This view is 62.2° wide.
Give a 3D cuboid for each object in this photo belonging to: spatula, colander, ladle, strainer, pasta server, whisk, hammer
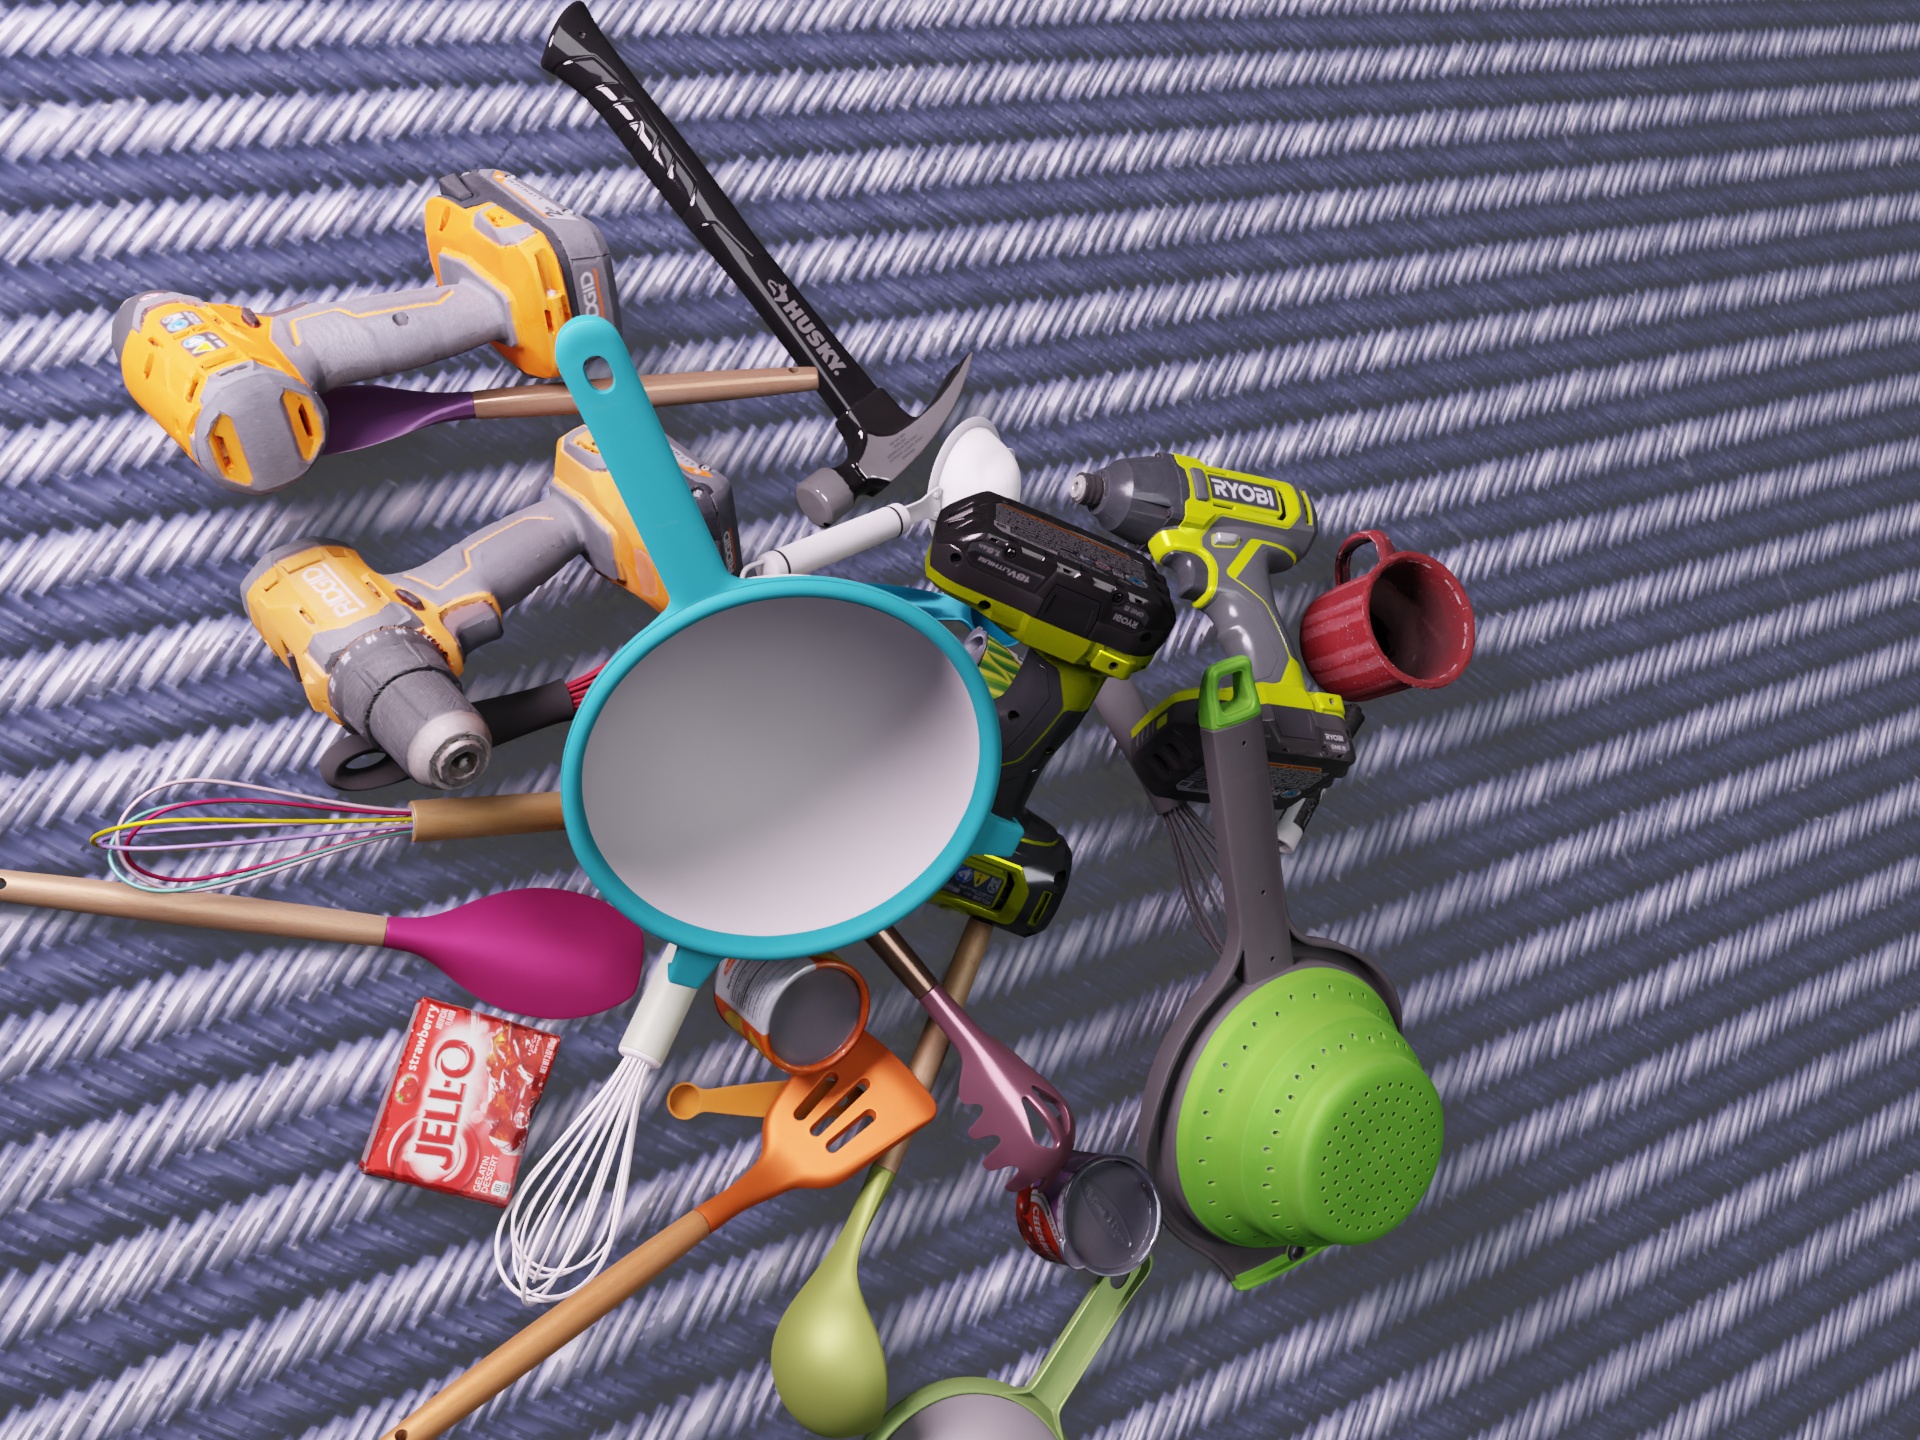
[{"bbox_3d":[-0.232,-0.168,0.846,0.316,0.018,0.060,-7,49,-12],"label":"spatula"},{"bbox_3d":[0.197,0.159,0.905,0.204,0.095,0.397,-19,109,-26],"label":"colander"},{"bbox_3d":[-0.024,0.231,0.886,0.062,0.078,0.320,37,58,-24],"label":"ladle"},{"bbox_3d":[0.043,0.398,0.870,0.151,0.069,0.256,44,66,-10],"label":"strainer"},{"bbox_3d":[-0.040,0.129,0.871,0.316,0.040,0.060,50,49,-3],"label":"pasta server"},{"bbox_3d":[-0.111,-0.042,0.758,0.211,0.095,0.340,-23,121,-3],"label":"strainer"},{"bbox_3d":[0.136,0.052,1.003,0.055,0.055,0.239,-26,86,-27],"label":"whisk"},{"bbox_3d":[-0.145,0.255,0.783,0.081,0.041,0.322,39,42,22],"label":"spatula"},{"bbox_3d":[-0.131,-0.287,0.958,0.146,0.035,0.334,-41,97,-26],"label":"hammer"},{"bbox_3d":[-0.171,0.184,0.832,0.058,0.059,0.246,18,64,11],"label":"whisk"},{"bbox_3d":[-0.031,-0.116,0.924,0.258,0.050,0.086,-29,128,-43],"label":"strainer"},{"bbox_3d":[-0.297,0.053,0.798,0.245,0.047,0.051,-3,44,-30],"label":"whisk"},{"bbox_3d":[-0.194,-0.018,0.859,0.296,0.073,0.073,-19,87,-21],"label":"whisk"}]

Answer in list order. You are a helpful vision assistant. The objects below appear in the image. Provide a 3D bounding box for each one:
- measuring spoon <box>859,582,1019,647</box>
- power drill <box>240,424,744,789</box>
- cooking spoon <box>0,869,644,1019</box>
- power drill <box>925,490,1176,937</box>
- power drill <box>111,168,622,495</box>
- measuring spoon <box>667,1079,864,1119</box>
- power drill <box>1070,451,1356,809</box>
[{"bbox_3d":[-0.020,-0.068,0.976,0.128,0.021,0.042,6,78,-14],"label":"measuring spoon"},{"bbox_3d":[-0.218,-0.060,0.796,0.226,0.084,0.186,-29,48,-28],"label":"power drill"},{"bbox_3d":[-0.315,0.103,0.796,0.318,0.017,0.069,11,73,-23],"label":"cooking spoon"},{"bbox_3d":[-0.001,-0.003,0.874,0.190,0.080,0.228,22,114,-8],"label":"power drill"},{"bbox_3d":[-0.309,-0.206,0.811,0.226,0.084,0.164,-32,50,-29],"label":"power drill"},{"bbox_3d":[-0.106,0.209,0.877,0.116,0.011,0.021,6,77,-27],"label":"measuring spoon"},{"bbox_3d":[0.157,-0.064,1.003,0.171,0.080,0.223,7,60,-24],"label":"power drill"}]
